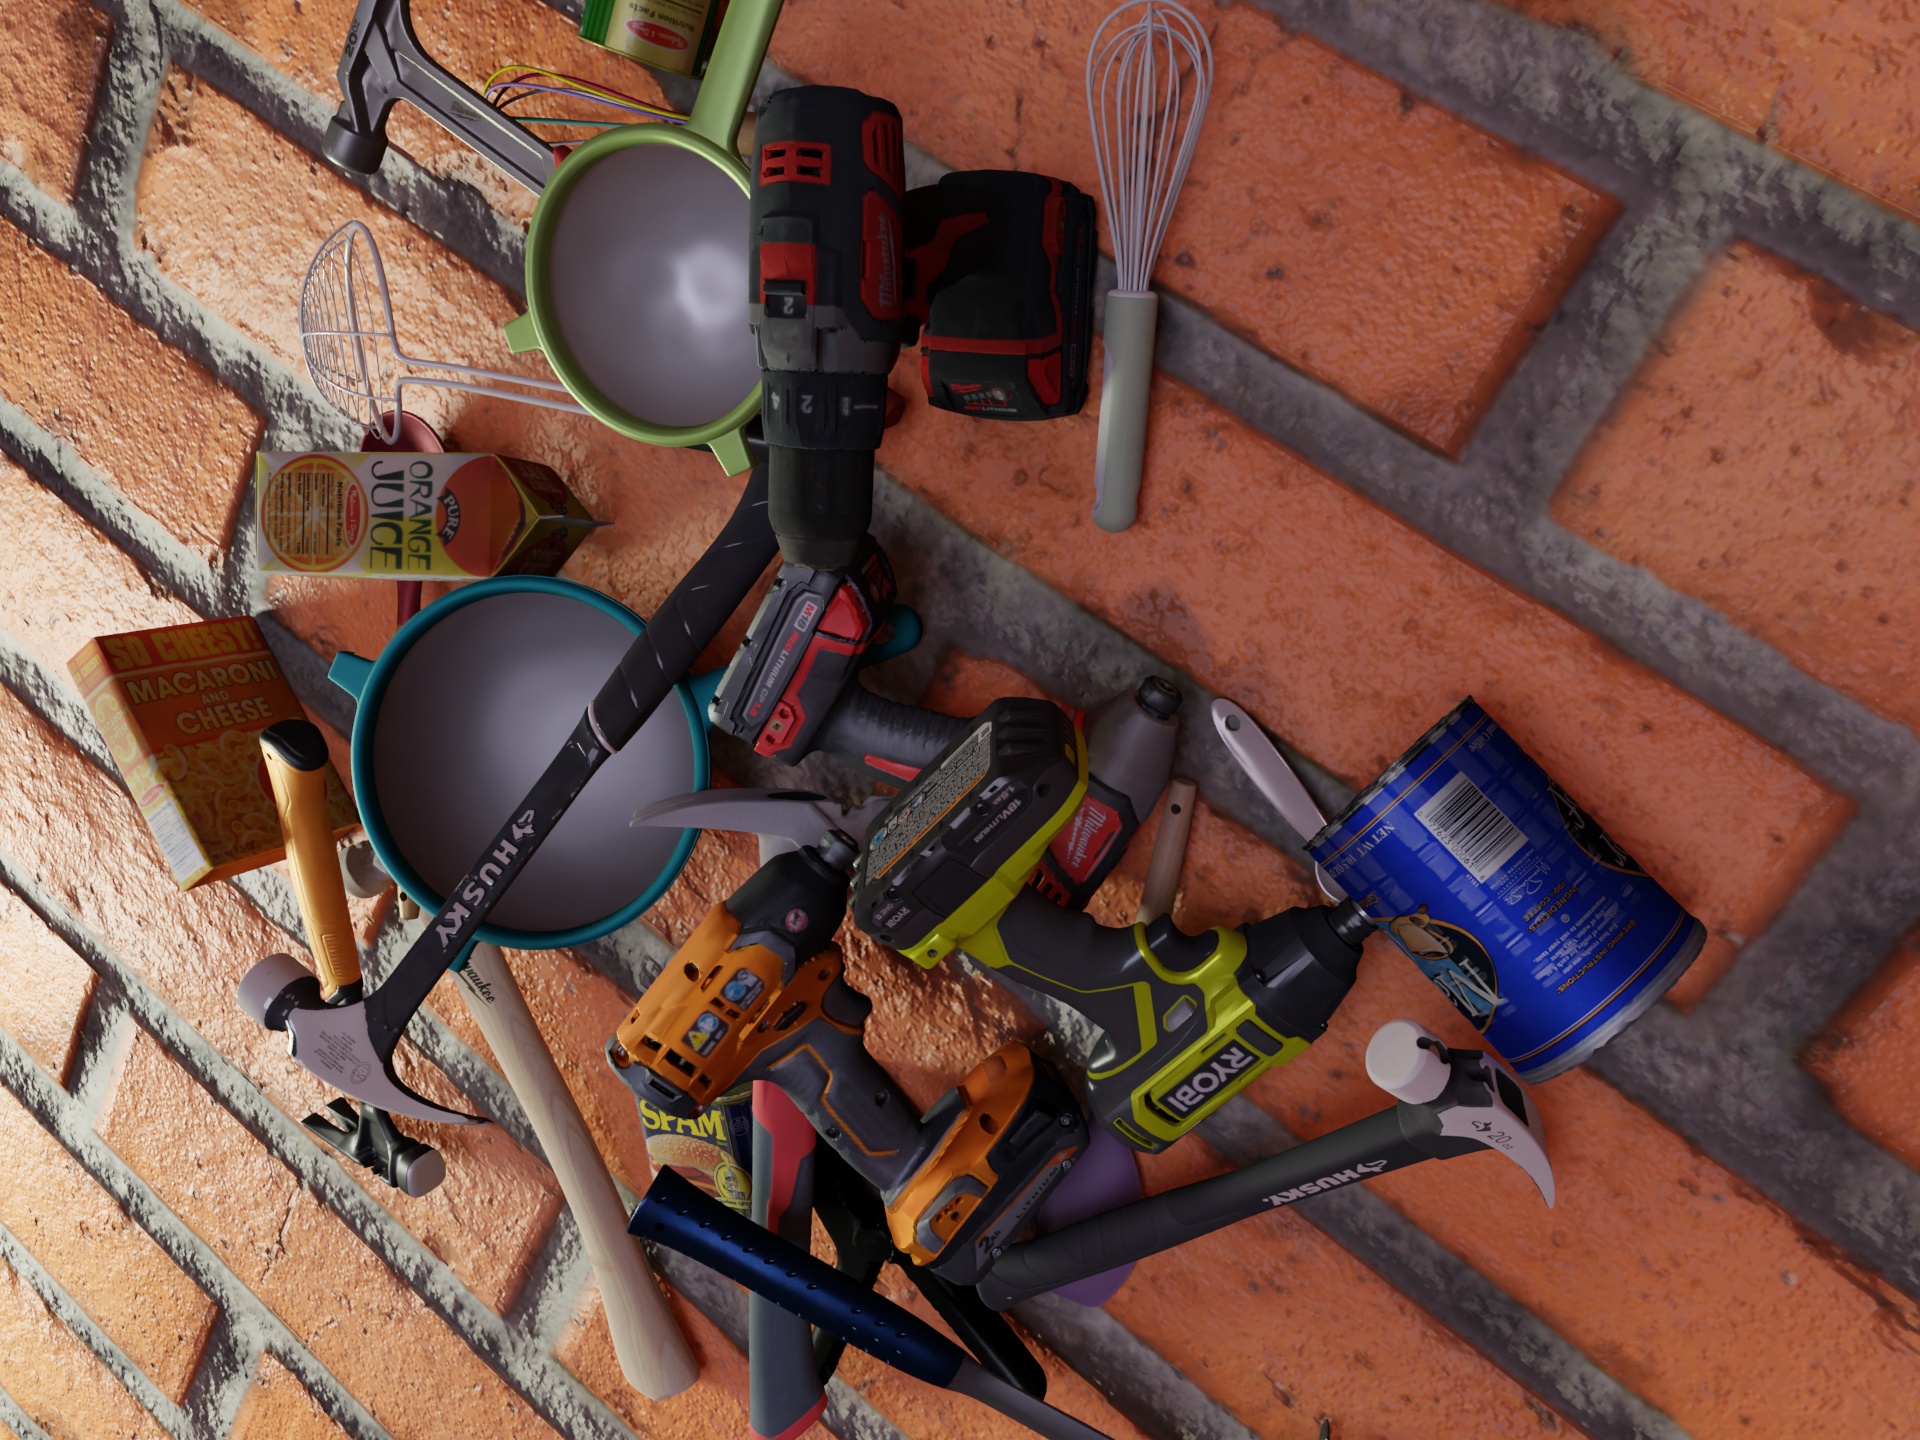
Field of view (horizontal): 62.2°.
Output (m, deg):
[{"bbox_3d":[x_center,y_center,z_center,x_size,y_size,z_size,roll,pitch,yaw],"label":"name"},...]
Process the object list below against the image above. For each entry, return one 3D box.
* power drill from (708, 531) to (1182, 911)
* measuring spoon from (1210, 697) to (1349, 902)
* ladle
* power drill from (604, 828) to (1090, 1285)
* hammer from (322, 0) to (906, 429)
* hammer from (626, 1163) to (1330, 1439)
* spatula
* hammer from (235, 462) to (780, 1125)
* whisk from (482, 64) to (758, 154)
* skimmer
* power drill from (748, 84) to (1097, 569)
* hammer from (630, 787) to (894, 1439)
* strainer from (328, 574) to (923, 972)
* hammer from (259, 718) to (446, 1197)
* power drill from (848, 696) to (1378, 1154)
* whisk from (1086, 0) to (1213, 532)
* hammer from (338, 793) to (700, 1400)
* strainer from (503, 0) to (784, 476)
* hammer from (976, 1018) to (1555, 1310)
[{"bbox_3d":[-0.001,-0.003,0.803,0.219,0.079,0.143,31,115,-2],"label":"power drill"},{"bbox_3d":[0.166,0.037,0.787,0.034,0.018,0.124,-46,72,32],"label":"measuring spoon"},{"bbox_3d":[-0.343,-0.033,0.992,0.069,0.031,0.315,0,91,19],"label":"ladle"},{"bbox_3d":[-0.045,0.170,0.823,0.226,0.084,0.164,38,92,-14],"label":"power drill"},{"bbox_3d":[-0.176,-0.270,0.842,0.359,0.037,0.149,37,117,4],"label":"hammer"},{"bbox_3d":[0.009,0.350,0.856,0.405,0.035,0.144,29,113,1],"label":"hammer"},{"bbox_3d":[0.089,0.179,0.850,0.060,0.018,0.315,15,108,18],"label":"spatula"},{"bbox_3d":[-0.194,0.022,0.826,0.149,0.036,0.409,33,81,18],"label":"hammer"},{"bbox_3d":[-0.161,-0.324,0.859,0.245,0.051,0.047,12,100,21],"label":"whisk"},{"bbox_3d":[-0.223,-0.193,0.889,0.363,0.090,0.127,14,120,17],"label":"skimmer"},{"bbox_3d":[-0.019,-0.169,0.712,0.080,0.226,0.188,9,104,25],"label":"power drill"},{"bbox_3d":[-0.114,0.228,0.889,0.143,0.038,0.386,2,102,-5],"label":"hammer"},{"bbox_3d":[-0.176,0.000,0.918,0.340,0.095,0.211,-20,91,8],"label":"strainer"},{"bbox_3d":[-0.410,0.154,1.038,0.127,0.034,0.336,16,120,33],"label":"hammer"},{"bbox_3d":[0.074,0.096,0.760,0.223,0.080,0.171,37,113,-18],"label":"power drill"},{"bbox_3d":[0.082,-0.211,0.758,0.059,0.058,0.246,2,108,-4],"label":"whisk"},{"bbox_3d":[-0.261,0.242,1.025,0.146,0.038,0.410,-25,91,24],"label":"hammer"},{"bbox_3d":[-0.114,-0.258,0.764,0.151,0.069,0.256,30,115,10],"label":"strainer"},{"bbox_3d":[0.133,0.243,0.797,0.146,0.035,0.334,33,131,-30],"label":"hammer"}]
